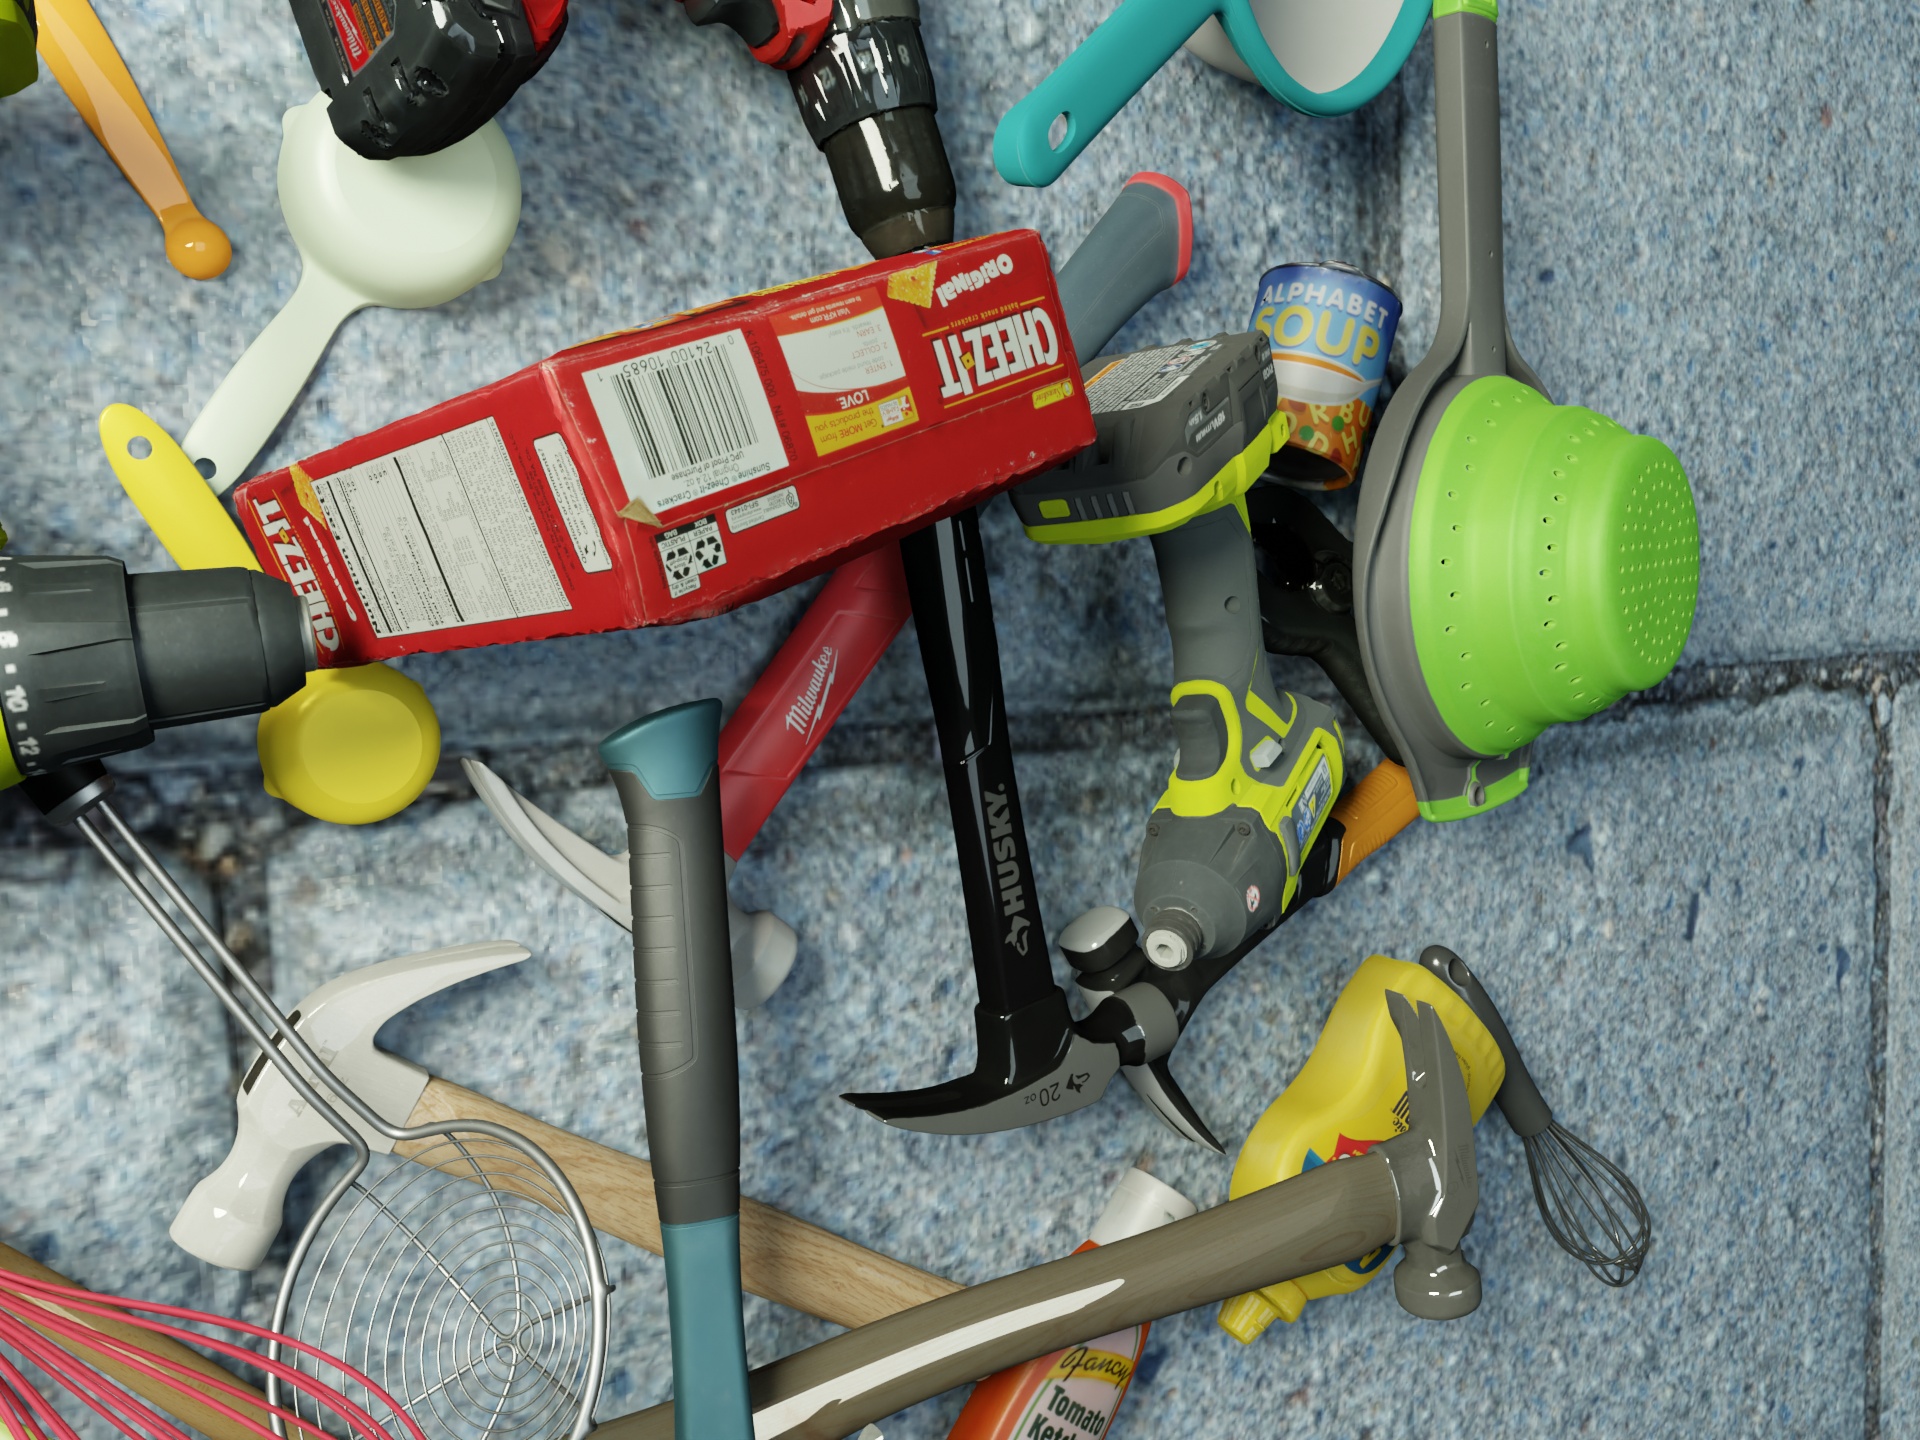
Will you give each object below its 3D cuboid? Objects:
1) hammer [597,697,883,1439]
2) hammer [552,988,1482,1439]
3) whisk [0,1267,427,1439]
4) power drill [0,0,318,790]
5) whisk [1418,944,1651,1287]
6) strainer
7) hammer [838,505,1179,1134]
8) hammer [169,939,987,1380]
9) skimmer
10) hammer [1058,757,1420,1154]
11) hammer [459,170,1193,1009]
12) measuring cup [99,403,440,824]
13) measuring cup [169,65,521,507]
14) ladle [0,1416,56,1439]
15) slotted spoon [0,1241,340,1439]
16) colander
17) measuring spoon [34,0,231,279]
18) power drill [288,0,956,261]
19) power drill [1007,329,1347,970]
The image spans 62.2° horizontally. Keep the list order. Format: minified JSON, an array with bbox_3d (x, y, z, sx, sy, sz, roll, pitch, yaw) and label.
[{"bbox_3d":[-0.093,0.158,0.552,0.128,0.033,0.331,-4,90,-21],"label":"hammer"},{"bbox_3d":[0.040,0.227,0.643,0.410,0.038,0.146,-11,97,-23],"label":"hammer"},{"bbox_3d":[-0.256,0.160,0.426,0.296,0.073,0.073,29,76,6],"label":"whisk"},{"bbox_3d":[-0.279,-0.090,0.403,0.190,0.080,0.228,-10,98,-25],"label":"power drill"},{"bbox_3d":[0.306,0.210,0.848,0.055,0.055,0.238,-42,108,-22],"label":"whisk"},{"bbox_3d":[0.086,-0.317,0.634,0.340,0.095,0.210,-52,137,-25],"label":"strainer"},{"bbox_3d":[-0.001,-0.002,0.609,0.146,0.035,0.334,-17,103,-32],"label":"hammer"},{"bbox_3d":[-0.107,0.186,0.605,0.331,0.031,0.130,32,77,-29],"label":"hammer"},{"bbox_3d":[-0.232,0.081,0.462,0.127,0.090,0.363,-32,101,11],"label":"skimmer"},{"bbox_3d":[0.196,0.060,0.778,0.337,0.034,0.127,-36,110,-24],"label":"hammer"},{"bbox_3d":[-0.028,-0.085,0.632,0.143,0.038,0.386,42,72,-25],"label":"hammer"},{"bbox_3d":[-0.224,-0.032,0.514,0.062,0.029,0.156,-39,118,-23],"label":"measuring cup"},{"bbox_3d":[-0.205,-0.140,0.520,0.083,0.038,0.168,36,74,-28],"label":"measuring cup"},{"bbox_3d":[-0.242,0.234,0.449,0.320,0.062,0.078,30,113,-6],"label":"ladle"},{"bbox_3d":[-0.208,0.264,0.551,0.313,0.031,0.070,45,71,-23],"label":"slotted spoon"},{"bbox_3d":[0.263,-0.151,0.707,0.204,0.094,0.397,-11,100,-45],"label":"colander"},{"bbox_3d":[-0.265,-0.194,0.496,0.021,0.011,0.116,-35,110,-25],"label":"measuring spoon"},{"bbox_3d":[-0.098,-0.238,0.534,0.226,0.080,0.188,-24,99,-43],"label":"power drill"},{"bbox_3d":[0.092,-0.026,0.631,0.171,0.080,0.223,-46,126,-51],"label":"power drill"}]
